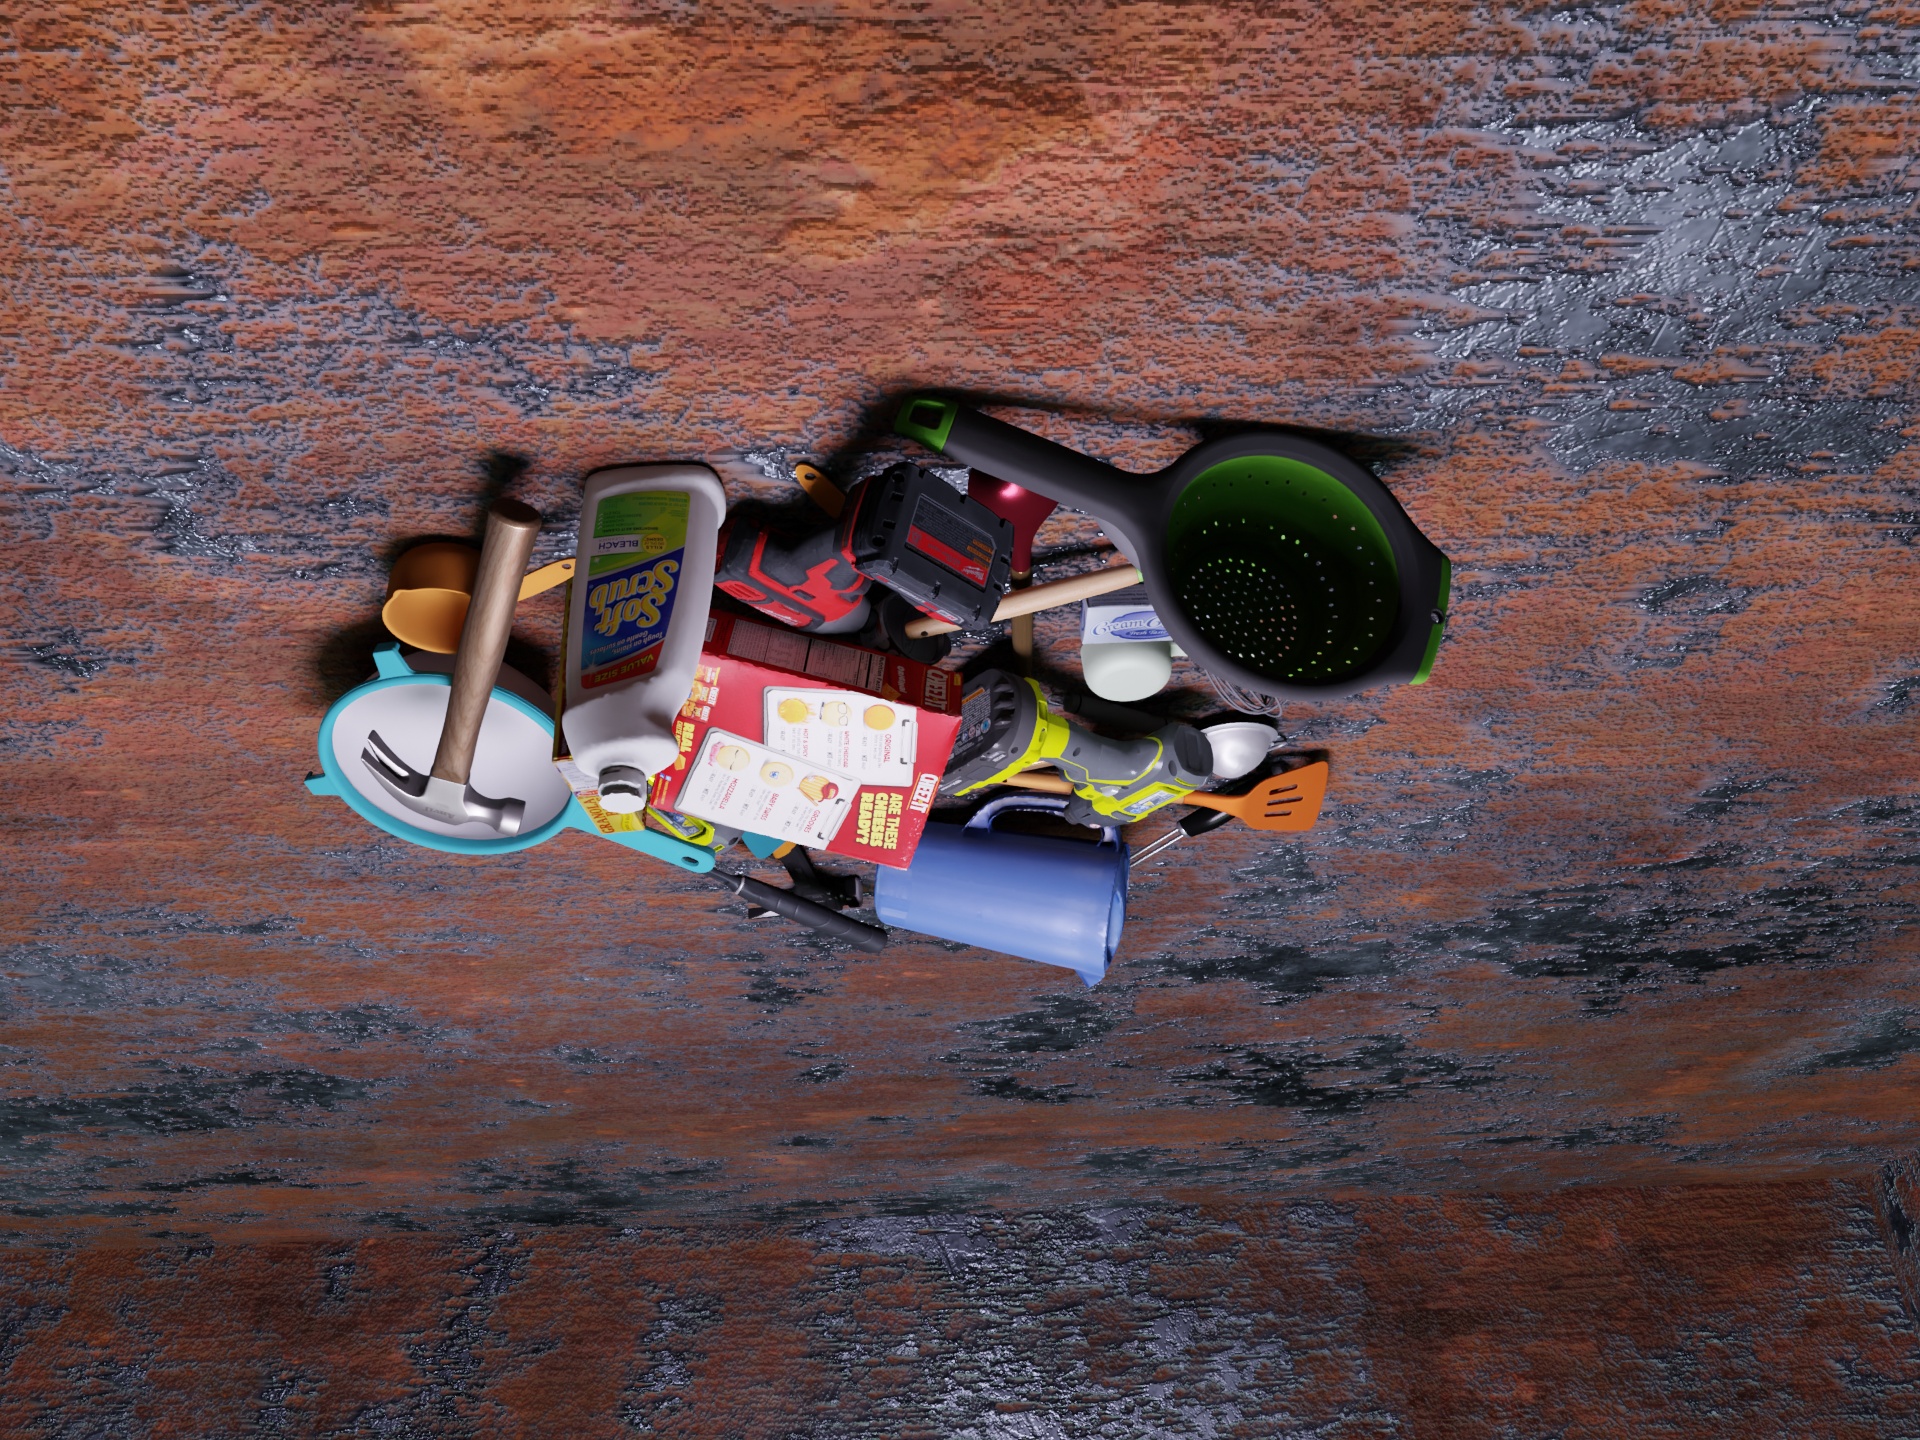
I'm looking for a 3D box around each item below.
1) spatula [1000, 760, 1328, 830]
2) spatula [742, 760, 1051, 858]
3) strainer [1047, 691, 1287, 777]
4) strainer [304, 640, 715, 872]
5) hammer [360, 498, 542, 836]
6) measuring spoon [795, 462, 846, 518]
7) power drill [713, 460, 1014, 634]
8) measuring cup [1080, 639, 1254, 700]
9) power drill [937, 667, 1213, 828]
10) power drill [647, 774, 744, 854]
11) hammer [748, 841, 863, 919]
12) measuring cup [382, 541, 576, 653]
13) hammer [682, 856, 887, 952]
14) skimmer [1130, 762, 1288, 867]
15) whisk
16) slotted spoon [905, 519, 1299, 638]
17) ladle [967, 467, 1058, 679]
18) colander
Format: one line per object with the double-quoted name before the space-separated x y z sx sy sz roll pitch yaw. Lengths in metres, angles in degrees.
"spatula" 0.189 0.065 1.524 0.322 0.041 0.081 6 122 2
"spatula" -0.052 0.069 1.504 0.317 0.044 0.082 -11 146 5
"strainer" 0.192 0.012 1.447 0.258 0.050 0.087 15 150 -23
"strainer" -0.357 0.034 1.340 0.340 0.095 0.211 24 130 -23
"hammer" -0.364 -0.034 1.183 0.130 0.031 0.331 16 133 -15
"measuring spoon" -0.085 -0.155 1.163 0.021 0.011 0.116 -18 143 25
"power drill" -0.070 -0.107 1.128 0.143 0.079 0.220 27 160 -35
"measuring cup" 0.186 -0.045 1.344 0.167 0.038 0.083 1 150 -3
"power drill" 0.085 0.037 1.391 0.223 0.080 0.171 17 148 -31
"power drill" -0.206 0.018 1.364 0.228 0.080 0.190 -23 127 31
"hammer" -0.189 0.117 1.595 0.127 0.034 0.336 -7 150 4
"measuring cup" -0.348 -0.107 1.178 0.173 0.052 0.095 -19 146 22
"hammer" -0.229 0.154 1.569 0.408 0.036 0.149 29 156 -37
"skimmer" 0.175 0.117 1.635 0.363 0.090 0.127 -33 132 25
"whisk" 0.166 -0.090 1.176 0.055 0.055 0.238 -29 112 37
"slotted spoon" 0.109 -0.108 1.209 0.314 0.031 0.070 -14 136 7
"ladle" 0.046 -0.108 1.240 0.069 0.031 0.315 -5 152 1
"colander" 0.137 -0.123 1.105 0.397 0.205 0.094 21 156 -5
